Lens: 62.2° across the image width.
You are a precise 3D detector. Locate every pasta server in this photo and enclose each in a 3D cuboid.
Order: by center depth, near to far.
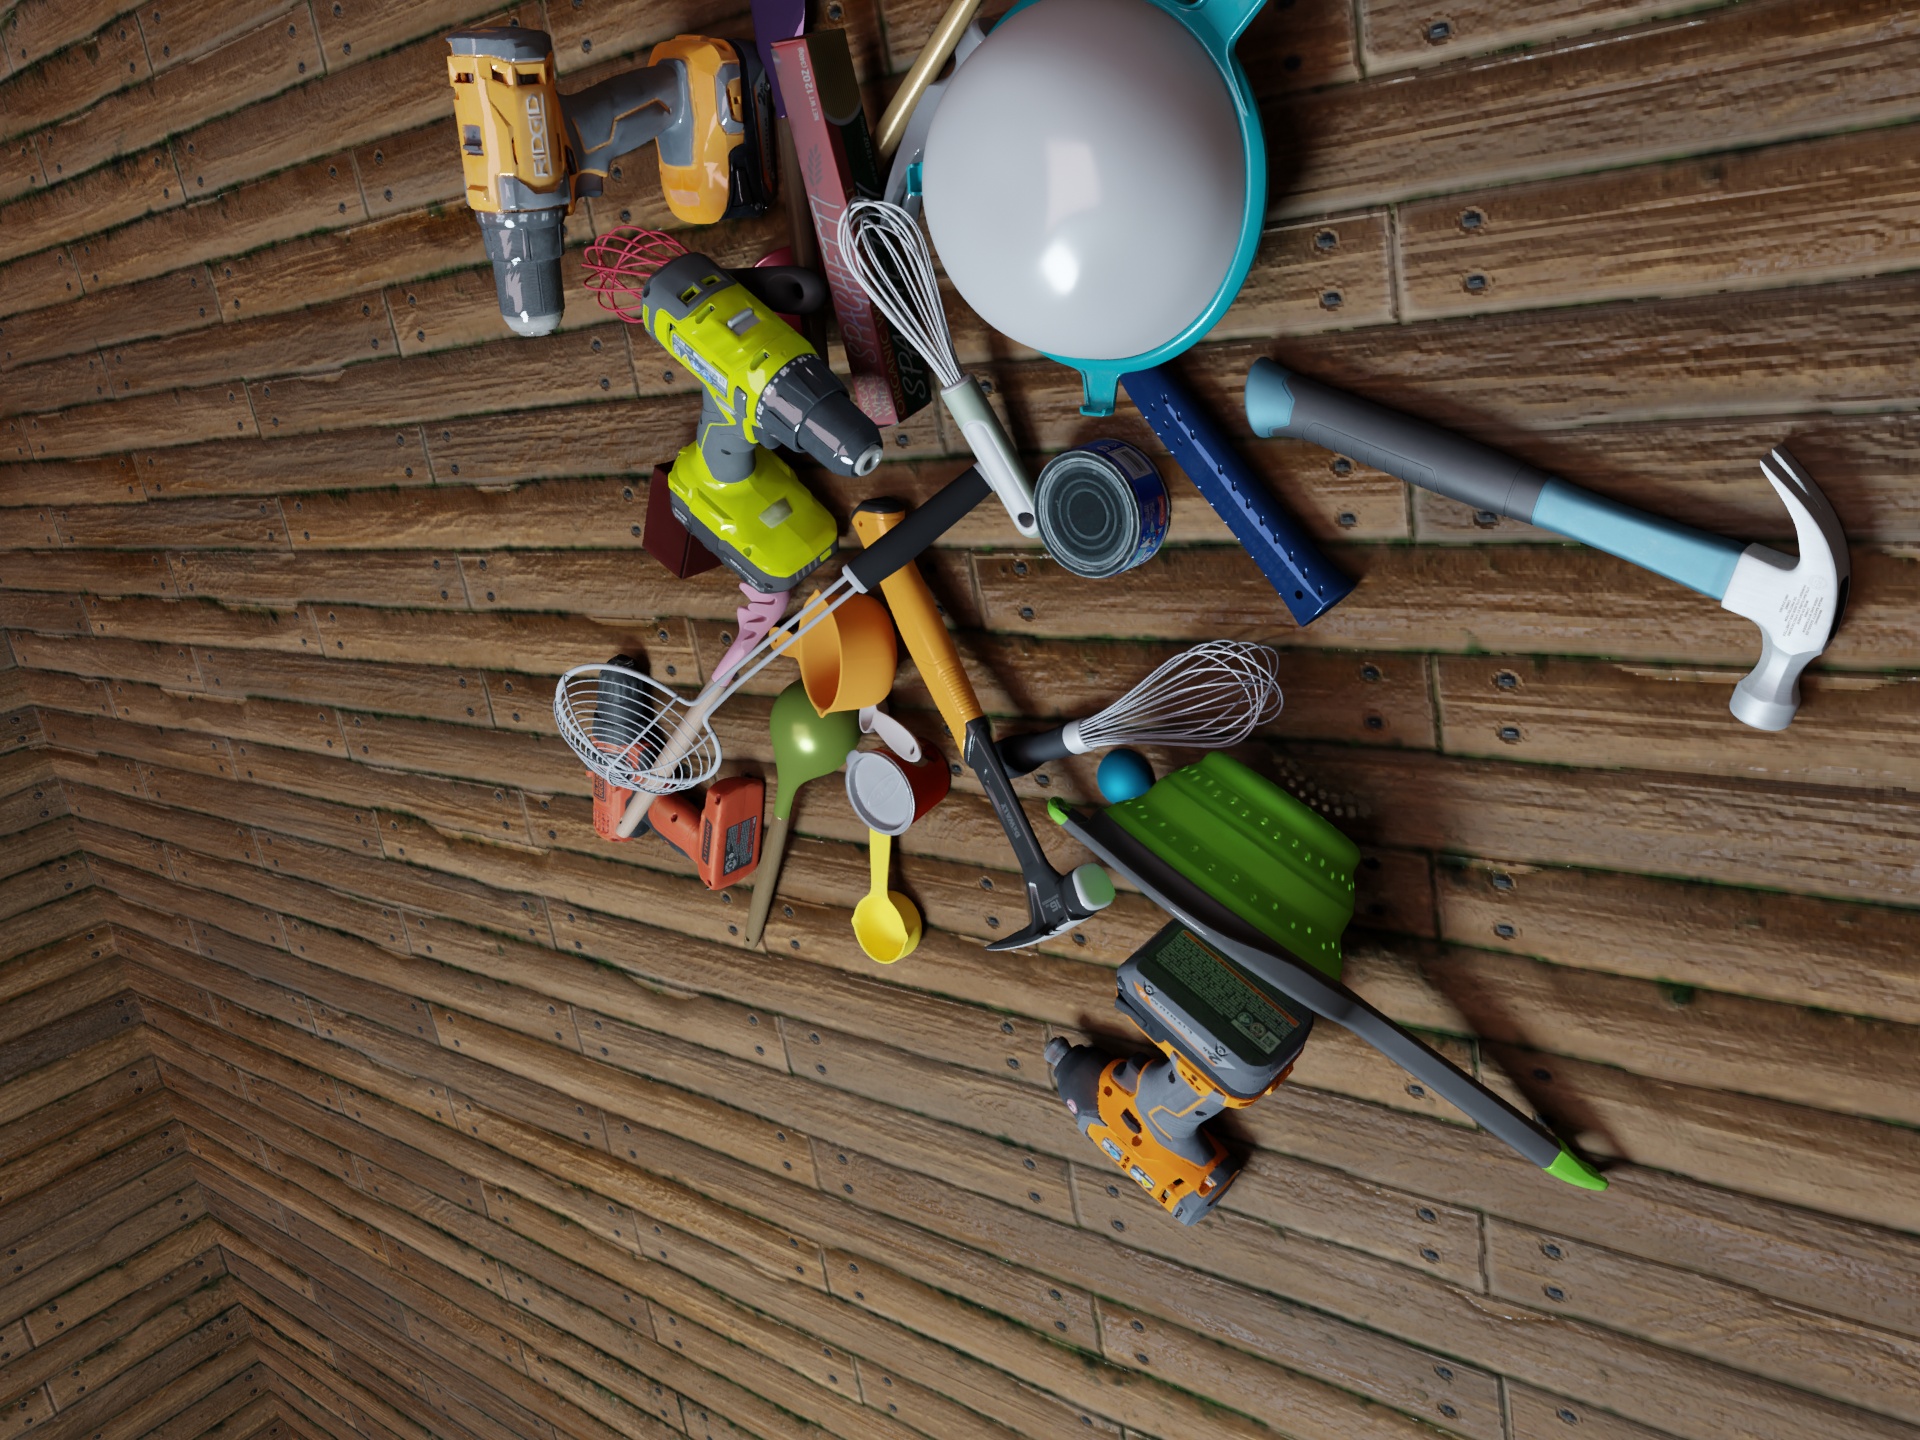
[{"bbox_3d":[-0.216,-0.016,1.298,0.316,0.040,0.060,-53,32,29],"label":"pasta server"}]

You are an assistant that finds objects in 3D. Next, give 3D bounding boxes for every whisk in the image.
[{"bbox_3d":[-0.006,-0.223,1.021,0.058,0.059,0.246,-18,113,34],"label":"whisk"},{"bbox_3d":[0.102,0.003,1.054,0.284,0.070,0.070,-19,96,51],"label":"whisk"},{"bbox_3d":[-0.187,-0.314,1.135,0.296,0.073,0.073,21,123,46],"label":"whisk"}]

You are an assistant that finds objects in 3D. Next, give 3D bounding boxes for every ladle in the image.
[{"bbox_3d":[-0.067,-0.362,1.058,0.069,0.031,0.315,53,133,11],"label":"ladle"},{"bbox_3d":[-0.144,0.088,1.334,0.078,0.062,0.320,40,138,21],"label":"ladle"}]

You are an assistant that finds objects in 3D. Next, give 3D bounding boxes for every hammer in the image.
[{"bbox_3d":[0.293,-0.119,0.836,0.331,0.033,0.128,29,127,30],"label":"hammer"},{"bbox_3d":[0.094,-0.224,0.967,0.405,0.035,0.144,54,135,9],"label":"hammer"},{"bbox_3d":[-0.002,-0.004,1.121,0.127,0.034,0.337,-39,72,52],"label":"hammer"}]

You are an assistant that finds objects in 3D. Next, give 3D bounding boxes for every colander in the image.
[{"bbox_3d":[0.238,0.132,0.957,0.397,0.204,0.094,36,93,5],"label":"colander"}]

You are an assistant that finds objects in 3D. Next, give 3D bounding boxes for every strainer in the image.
[{"bbox_3d":[0.083,-0.316,0.807,0.211,0.095,0.340,54,136,8],"label":"strainer"}]

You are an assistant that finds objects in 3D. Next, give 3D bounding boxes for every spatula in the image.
[{"bbox_3d":[-0.111,-0.377,1.066,0.060,0.018,0.316,1,100,48],"label":"spatula"}]

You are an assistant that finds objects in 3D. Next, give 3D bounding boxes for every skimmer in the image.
[{"bbox_3d":[-0.127,-0.073,1.116,0.127,0.363,0.090,48,-172,-30],"label":"skimmer"}]

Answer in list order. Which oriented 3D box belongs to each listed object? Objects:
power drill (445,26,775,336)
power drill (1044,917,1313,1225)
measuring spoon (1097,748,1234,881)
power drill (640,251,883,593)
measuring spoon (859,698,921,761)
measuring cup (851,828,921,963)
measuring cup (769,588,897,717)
[{"bbox_3d":[-0.229,-0.364,1.061,0.084,0.226,0.185,18,120,36],"label":"power drill"},{"bbox_3d":[0.138,0.235,1.094,0.164,0.084,0.226,39,142,22],"label":"power drill"},{"bbox_3d":[0.138,0.071,1.071,0.129,0.021,0.042,44,132,18],"label":"measuring spoon"},{"bbox_3d":[-0.134,-0.189,1.101,0.191,0.080,0.228,42,156,14],"label":"power drill"},{"bbox_3d":[-0.048,0.007,1.182,0.124,0.018,0.034,39,118,61],"label":"measuring spoon"},{"bbox_3d":[-0.056,0.117,1.275,0.062,0.029,0.156,10,103,39],"label":"measuring cup"},{"bbox_3d":[-0.099,-0.057,1.218,0.174,0.052,0.095,-161,67,-64],"label":"measuring cup"}]
